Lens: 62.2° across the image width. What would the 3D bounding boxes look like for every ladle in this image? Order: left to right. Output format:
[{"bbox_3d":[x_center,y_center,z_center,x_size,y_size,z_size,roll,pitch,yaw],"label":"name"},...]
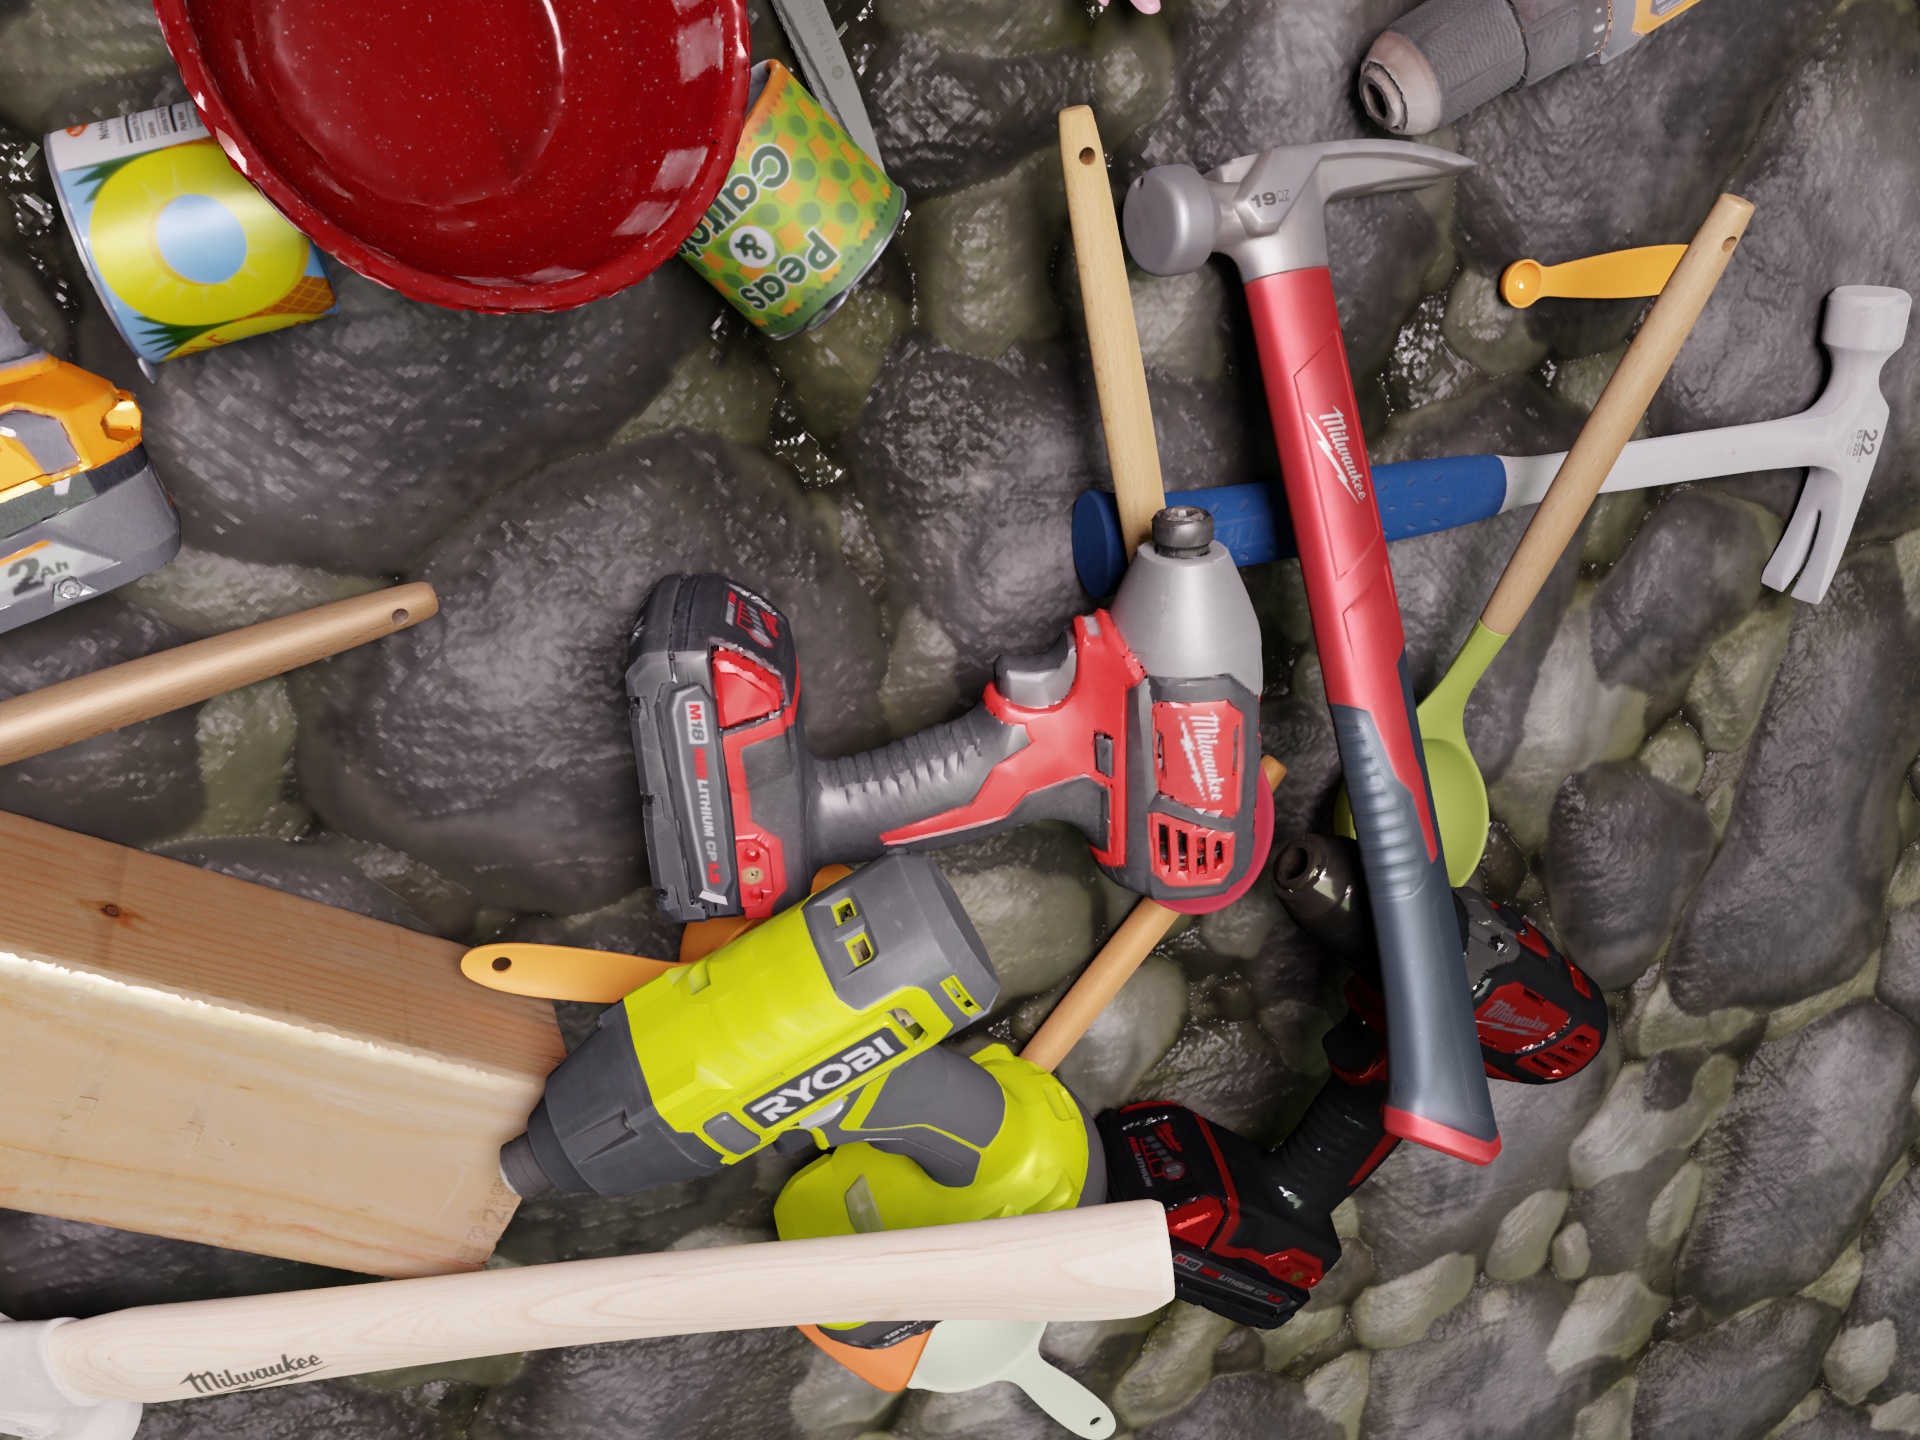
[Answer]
[{"bbox_3d":[0.069,-0.064,0.593,0.069,0.031,0.315,-18,117,-9],"label":"ladle"},{"bbox_3d":[0.236,-0.053,0.646,0.078,0.062,0.320,1,129,-25],"label":"ladle"}]

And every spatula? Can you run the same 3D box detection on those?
[{"bbox_3d":[-0.300,0.018,0.461,0.317,0.044,0.082,-24,131,-30],"label":"spatula"},{"bbox_3d":[0.040,0.145,0.702,0.081,0.041,0.322,38,91,6],"label":"spatula"}]

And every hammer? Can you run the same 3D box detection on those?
[{"bbox_3d":[-0.137,0.188,0.520,0.410,0.038,0.146,-7,139,1],"label":"hammer"},{"bbox_3d":[0.167,-0.023,0.607,0.143,0.038,0.386,-15,96,-24],"label":"hammer"},{"bbox_3d":[0.239,-0.097,0.687,0.405,0.035,0.144,-10,115,-19],"label":"hammer"}]

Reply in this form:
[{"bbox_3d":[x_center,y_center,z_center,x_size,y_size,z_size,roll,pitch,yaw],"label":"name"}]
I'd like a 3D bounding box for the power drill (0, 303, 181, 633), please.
[{"bbox_3d":[-0.310,-0.119,0.378,0.164,0.084,0.226,-27,117,-20],"label":"power drill"}]

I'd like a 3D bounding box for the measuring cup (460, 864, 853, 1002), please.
[{"bbox_3d":[-0.105,0.090,0.614,0.173,0.052,0.095,10,109,-24],"label":"measuring cup"}]

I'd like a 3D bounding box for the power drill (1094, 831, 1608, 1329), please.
[{"bbox_3d":[0.153,0.156,0.704,0.187,0.080,0.226,31,111,-29],"label":"power drill"}]

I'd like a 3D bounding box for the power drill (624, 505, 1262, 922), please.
[{"bbox_3d":[-0.001,-0.002,0.567,0.219,0.079,0.143,-4,115,-3],"label":"power drill"}]

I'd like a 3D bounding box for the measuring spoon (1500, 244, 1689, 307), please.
[{"bbox_3d":[0.275,-0.191,0.678,0.117,0.011,0.021,-11,115,-22],"label":"measuring spoon"}]

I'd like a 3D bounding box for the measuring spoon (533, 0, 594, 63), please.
[{"bbox_3d":[-0.129,-0.236,0.486,0.042,0.021,0.128,-32,129,-4],"label":"measuring spoon"}]

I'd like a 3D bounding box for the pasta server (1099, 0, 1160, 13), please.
[{"bbox_3d":[0.167,-0.344,0.521,0.316,0.040,0.060,-33,148,4],"label":"pasta server"}]

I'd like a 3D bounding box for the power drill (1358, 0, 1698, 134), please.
[{"bbox_3d":[0.211,-0.309,0.517,0.185,0.084,0.226,-32,152,-1],"label":"power drill"}]

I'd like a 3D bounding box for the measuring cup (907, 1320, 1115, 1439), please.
[{"bbox_3d":[0.025,0.300,0.768,0.083,0.038,0.167,-41,123,-2],"label":"measuring cup"}]

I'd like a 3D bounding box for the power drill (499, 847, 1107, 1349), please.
[{"bbox_3d":[-0.045,0.150,0.581,0.171,0.080,0.223,-30,140,2],"label":"power drill"}]
